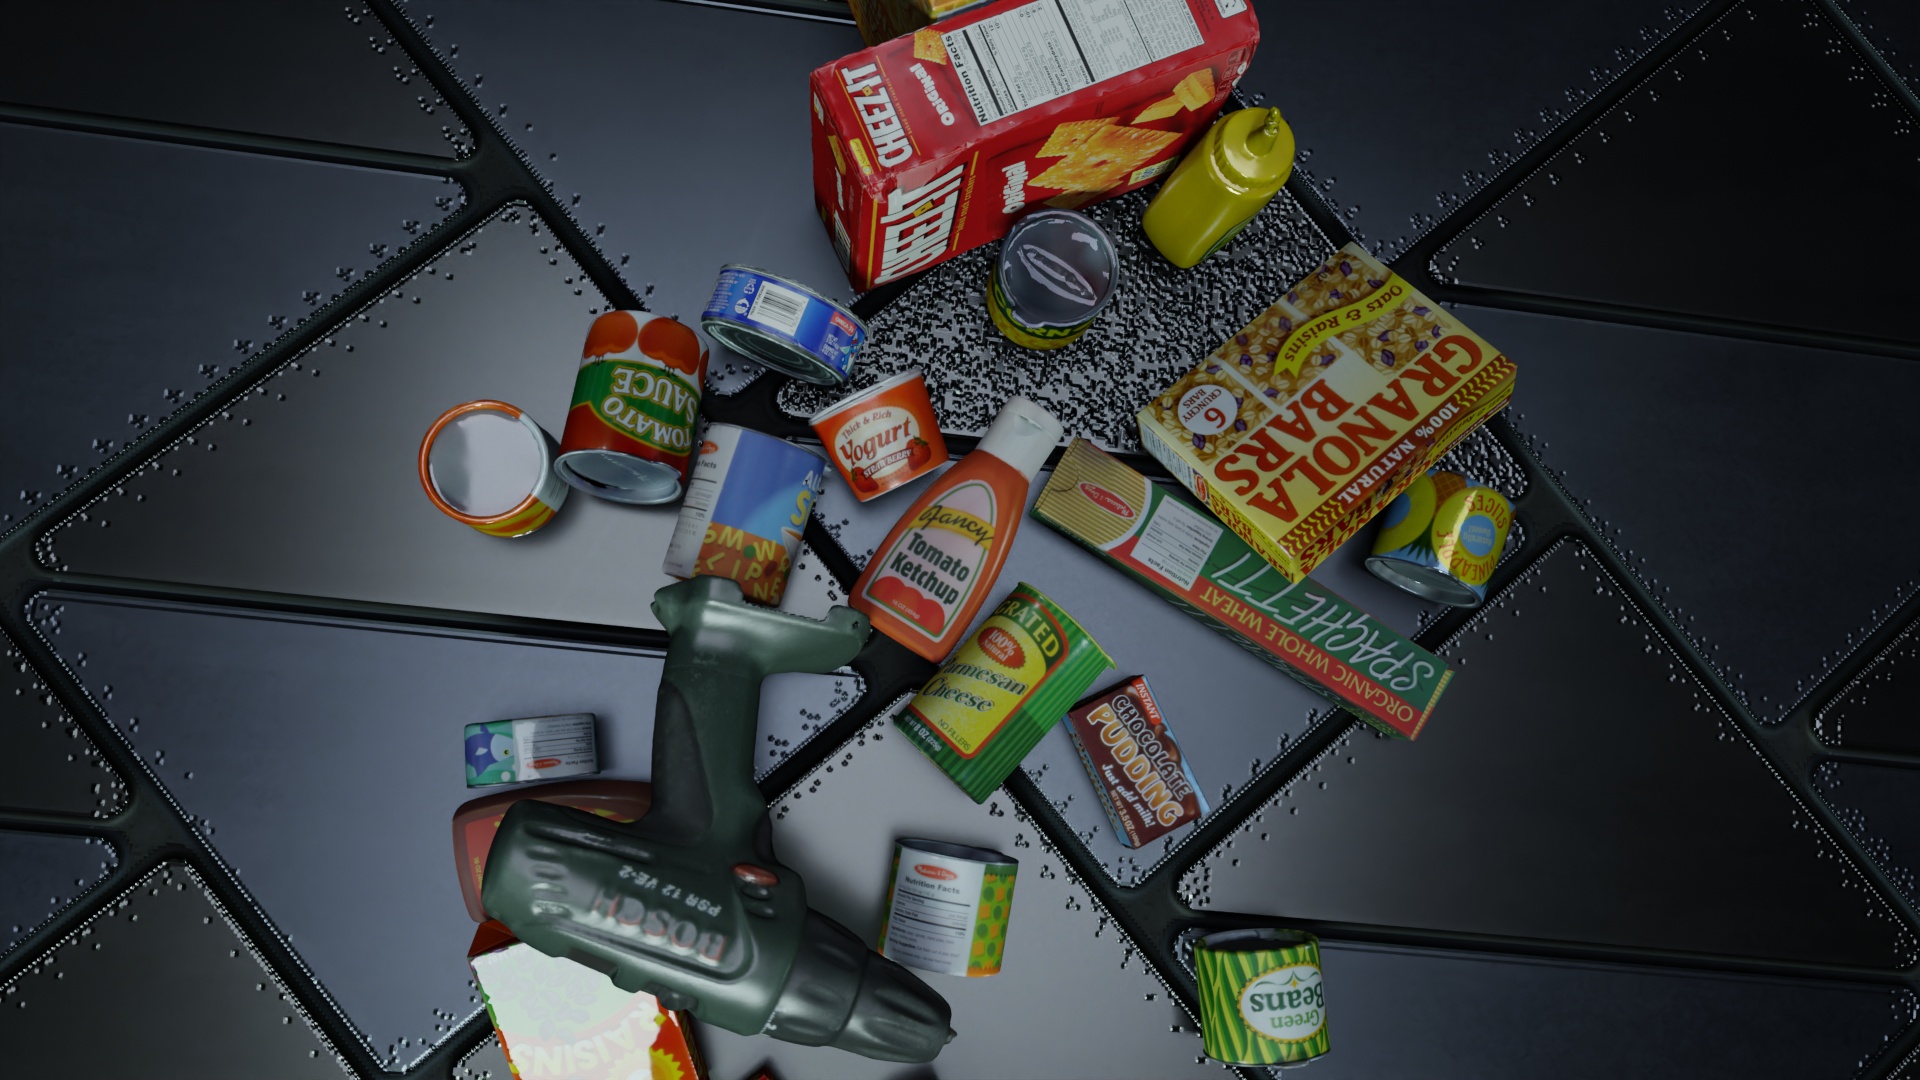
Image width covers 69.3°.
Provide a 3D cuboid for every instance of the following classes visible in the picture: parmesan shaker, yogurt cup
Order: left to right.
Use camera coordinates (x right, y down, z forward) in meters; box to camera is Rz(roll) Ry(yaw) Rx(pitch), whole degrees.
[{"bbox_3d":[-0.041,-0.056,0.754,0.072,0.072,0.054,-26,95,-8],"label":"yogurt cup"},{"bbox_3d":[0.023,0.083,0.739,0.071,0.071,0.103,43,81,0],"label":"parmesan shaker"}]

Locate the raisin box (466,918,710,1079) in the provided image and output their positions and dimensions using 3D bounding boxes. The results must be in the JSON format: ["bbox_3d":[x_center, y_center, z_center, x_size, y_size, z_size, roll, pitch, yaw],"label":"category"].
[{"bbox_3d":[-0.183,0.241,0.697,0.086,0.040,0.123,-16,104,-8],"label":"raisin box"}]

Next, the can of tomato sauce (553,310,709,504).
[{"bbox_3d":[-0.170,-0.070,0.730,0.071,0.071,0.083,8,68,-5],"label":"can of tomato sauce"}]

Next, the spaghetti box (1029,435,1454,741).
[{"bbox_3d":[0.157,0.028,0.780,0.250,0.028,0.050,32,81,-1],"label":"spaghetti box"}]

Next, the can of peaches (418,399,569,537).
[{"bbox_3d":[-0.247,-0.036,0.732,0.071,0.058,0.071,1,83,-6],"label":"can of peaches"}]

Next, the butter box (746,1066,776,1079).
[{"bbox_3d":[-0.093,0.332,0.720,0.053,0.024,0.103,-35,88,-8],"label":"butter box"}]

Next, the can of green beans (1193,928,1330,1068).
[{"bbox_3d":[0.159,0.240,0.735,0.071,0.071,0.058,-4,84,-6],"label":"can of green beans"}]

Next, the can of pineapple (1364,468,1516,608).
[{"bbox_3d":[0.269,-0.001,0.774,0.071,0.071,0.058,25,81,-2],"label":"can of pineapple"}]

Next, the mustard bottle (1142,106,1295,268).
[{"bbox_3d":[0.143,-0.192,0.740,0.065,0.160,0.049,-42,90,-7],"label":"mustard bottle"}]

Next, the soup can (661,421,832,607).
[{"bbox_3d":[-0.112,-0.012,0.740,0.071,0.071,0.084,17,83,-3],"label":"soup can"}]

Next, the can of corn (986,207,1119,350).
[{"bbox_3d":[0.048,-0.142,0.775,0.071,0.058,0.071,1,83,-6],"label":"can of corn"}]

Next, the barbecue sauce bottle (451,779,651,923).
[{"bbox_3d":[-0.182,0.153,0.723,0.149,0.043,0.064,-10,95,-7],"label":"barbecue sauce bottle"}]

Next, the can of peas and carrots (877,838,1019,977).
[{"bbox_3d":[-0.005,0.191,0.727,0.071,0.071,0.059,10,83,-4],"label":"can of peas and carrots"}]

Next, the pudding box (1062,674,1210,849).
[{"bbox_3d":[0.096,0.121,0.762,0.050,0.030,0.083,-24,86,-9],"label":"pudding box"}]

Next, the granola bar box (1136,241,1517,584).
[{"bbox_3d":[0.200,-0.073,0.769,0.166,0.039,0.124,-39,62,-9],"label":"granola bar box"}]

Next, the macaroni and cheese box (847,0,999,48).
[{"bbox_3d":[-0.027,-0.299,0.732,0.040,0.166,0.123,-21,86,-8],"label":"macaroni and cheese box"}]

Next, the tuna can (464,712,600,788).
[{"bbox_3d":[-0.222,0.108,0.715,0.071,0.071,0.033,-5,83,-6],"label":"tuna can"}]

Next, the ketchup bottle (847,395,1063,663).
[{"bbox_3d":[0.003,-0.010,0.762,0.065,0.043,0.149,32,80,6],"label":"ketchup bottle"}]
